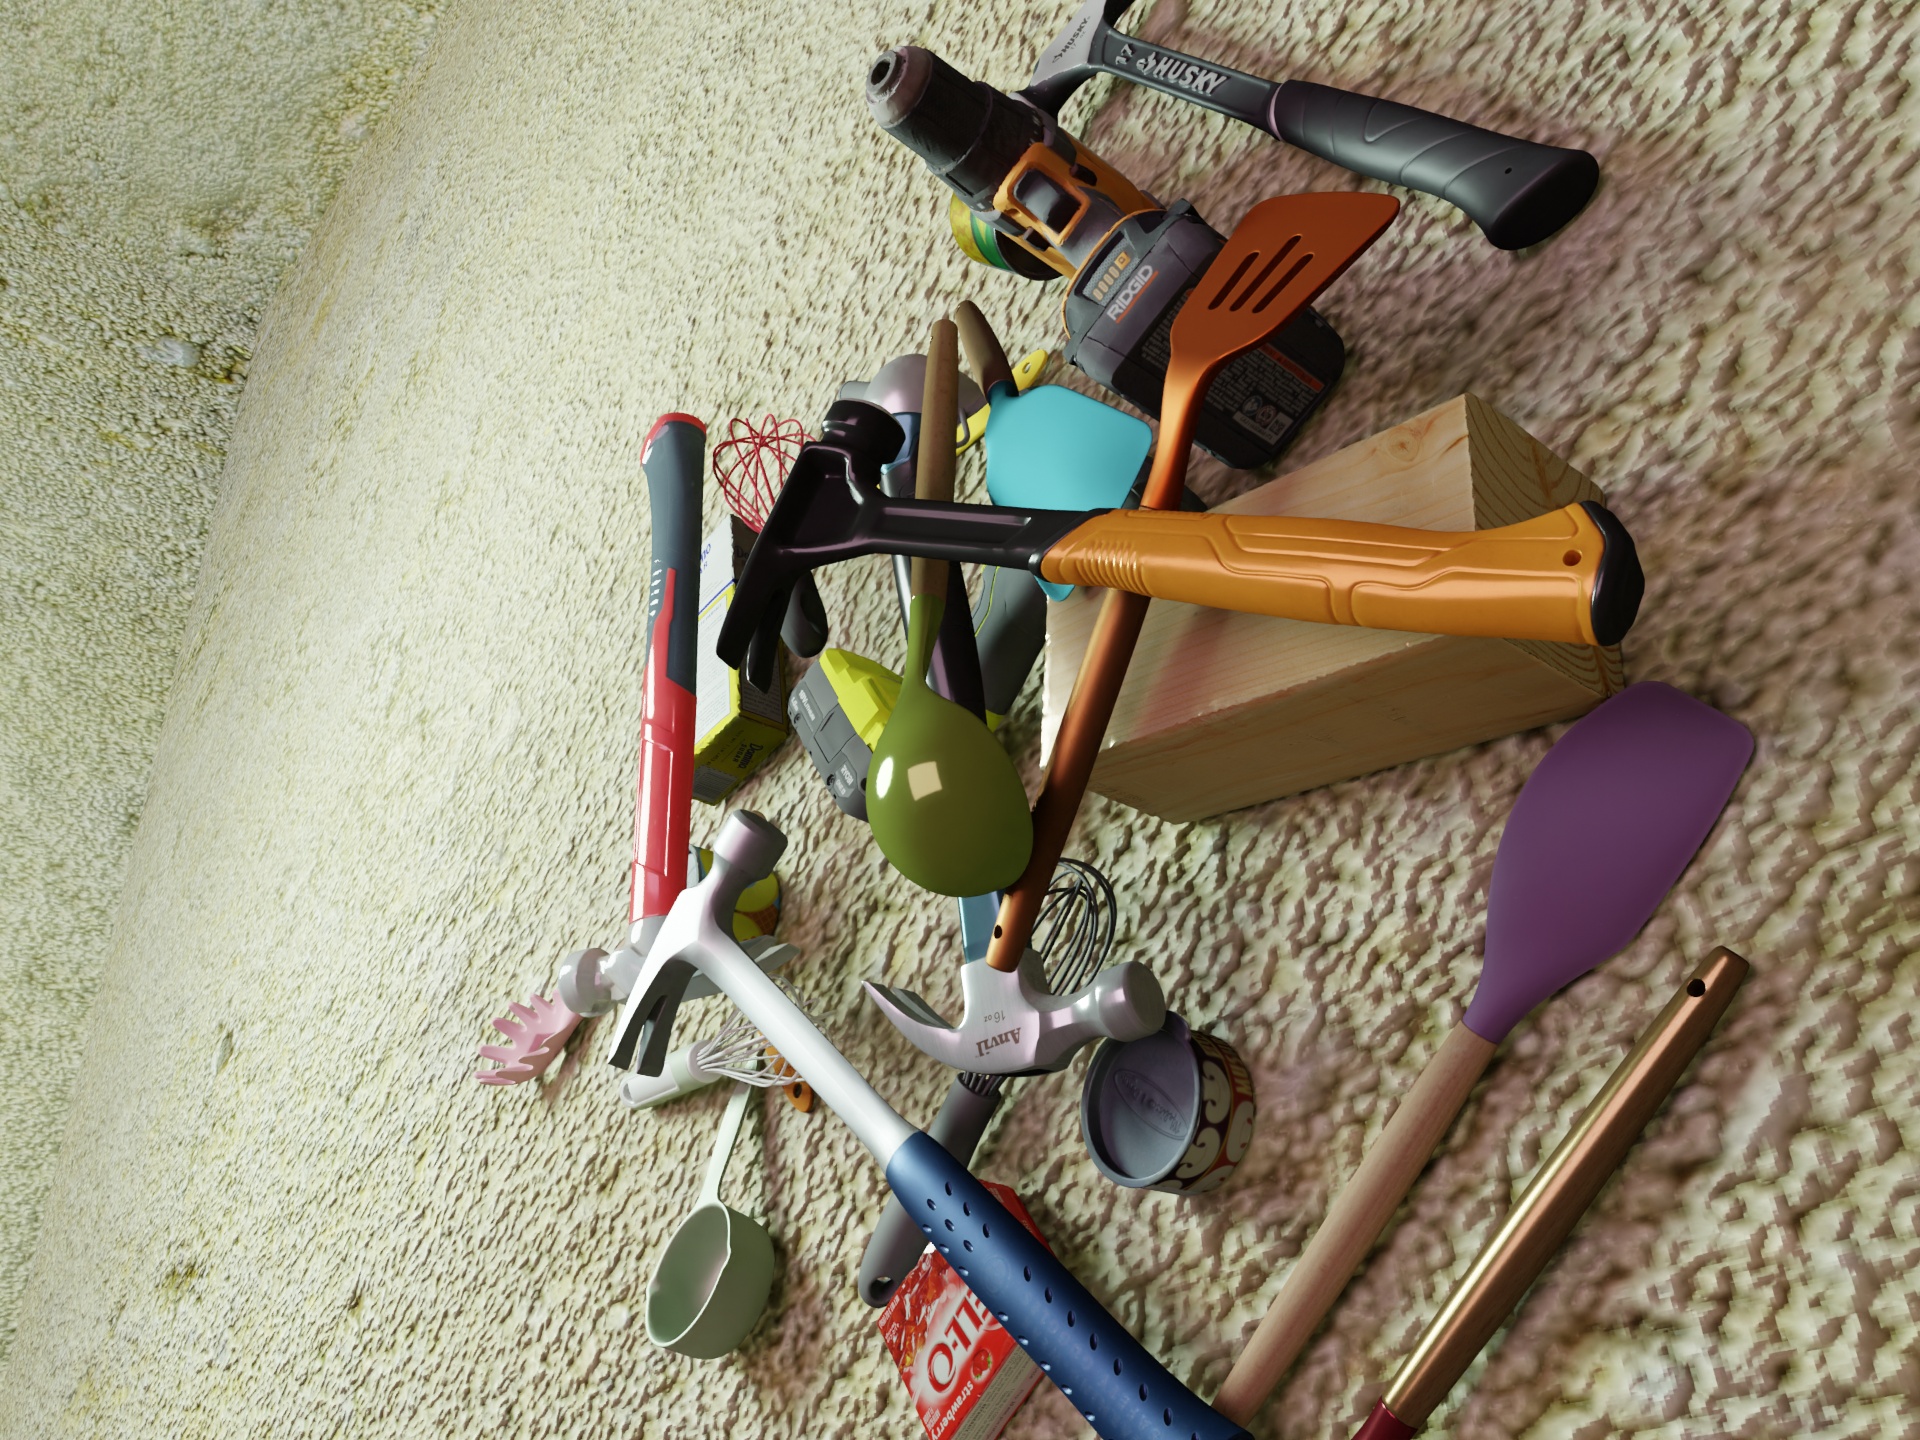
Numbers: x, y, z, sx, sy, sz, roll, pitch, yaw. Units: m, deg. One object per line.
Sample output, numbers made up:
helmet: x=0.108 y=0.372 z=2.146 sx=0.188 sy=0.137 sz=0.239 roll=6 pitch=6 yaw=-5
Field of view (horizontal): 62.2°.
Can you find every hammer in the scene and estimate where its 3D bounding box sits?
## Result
hammer: x=0.152 y=-0.304 z=0.775 sx=0.149 sy=0.036 sz=0.409 roll=-53 pitch=39 yaw=10
hammer: x=0.058 y=-0.053 z=0.555 sx=0.337 sy=0.034 sz=0.127 roll=9 pitch=67 yaw=37
hammer: x=-0.001 y=-0.002 z=0.714 sx=0.128 sy=0.033 sz=0.331 roll=-27 pitch=60 yaw=30
hammer: x=-0.160 y=-0.024 z=0.945 sx=0.143 sy=0.038 sz=0.387 roll=-16 pitch=60 yaw=25
hammer: x=-0.032 y=0.187 z=0.688 sx=0.406 sy=0.035 sz=0.144 roll=35 pitch=94 yaw=46

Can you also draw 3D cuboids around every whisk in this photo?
whisk: x=-0.110 y=-0.119 z=0.976 sx=0.073 sy=0.073 sz=0.296 roll=-53 pitch=28 yaw=21
whisk: x=-0.140 y=0.191 z=0.893 sx=0.246 sy=0.059 sz=0.058 roll=-33 pitch=75 yaw=51
whisk: x=0.005 y=0.167 z=0.723 sx=0.055 sy=0.055 sz=0.239 roll=40 pitch=109 yaw=54

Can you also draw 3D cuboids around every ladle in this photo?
ladle: x=-0.001 y=-0.066 z=0.685 sx=0.078 sy=0.062 sz=0.320 roll=117 pitch=161 yaw=-48
ladle: x=0.158 y=0.205 z=0.515 sx=0.315 sy=0.031 sz=0.069 roll=-59 pitch=33 yaw=10

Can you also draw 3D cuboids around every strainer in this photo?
strainer: x=-0.044 y=-0.192 z=0.944 sx=0.087 sy=0.050 sz=0.259 roll=-26 pitch=18 yaw=-9

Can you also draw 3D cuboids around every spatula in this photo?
spatula: x=0.164 y=0.127 z=0.551 sx=0.060 sy=0.018 sz=0.316 roll=37 pitch=103 yaw=39
spatula: x=0.026 y=-0.159 z=0.773 sx=0.082 sy=0.044 sz=0.318 roll=-62 pitch=17 yaw=22
spatula: x=0.074 y=-0.054 z=0.608 sx=0.081 sy=0.041 sz=0.322 roll=27 pitch=99 yaw=55

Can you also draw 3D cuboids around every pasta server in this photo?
pasta server: x=-0.228 y=0.153 z=1.050 sx=0.316 sy=0.040 sz=0.060 roll=-44 pitch=31 yaw=29

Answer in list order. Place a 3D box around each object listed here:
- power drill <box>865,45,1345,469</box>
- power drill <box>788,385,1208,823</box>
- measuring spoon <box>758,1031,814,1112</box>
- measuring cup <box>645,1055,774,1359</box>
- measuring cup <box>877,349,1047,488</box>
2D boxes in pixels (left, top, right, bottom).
power drill: x=0.058 y=-0.226 z=0.740 sx=0.084 sy=0.185 sz=0.226 roll=-51 pitch=41 yaw=20
power drill: x=0.012 y=-0.059 z=0.809 sx=0.223 sy=0.080 sz=0.171 roll=-54 pitch=37 yaw=15
measuring spoon: x=-0.107 y=0.180 z=0.894 sx=0.021 sy=0.011 sz=0.117 roll=-60 pitch=36 yaw=13
measuring cup: x=-0.121 y=0.261 z=0.861 sx=0.083 sy=0.038 sz=0.168 roll=-34 pitch=31 yaw=40
measuring cup: x=-0.009 y=-0.171 z=0.930 sx=0.156 sy=0.029 sz=0.062 roll=-38 pitch=45 yaw=38
